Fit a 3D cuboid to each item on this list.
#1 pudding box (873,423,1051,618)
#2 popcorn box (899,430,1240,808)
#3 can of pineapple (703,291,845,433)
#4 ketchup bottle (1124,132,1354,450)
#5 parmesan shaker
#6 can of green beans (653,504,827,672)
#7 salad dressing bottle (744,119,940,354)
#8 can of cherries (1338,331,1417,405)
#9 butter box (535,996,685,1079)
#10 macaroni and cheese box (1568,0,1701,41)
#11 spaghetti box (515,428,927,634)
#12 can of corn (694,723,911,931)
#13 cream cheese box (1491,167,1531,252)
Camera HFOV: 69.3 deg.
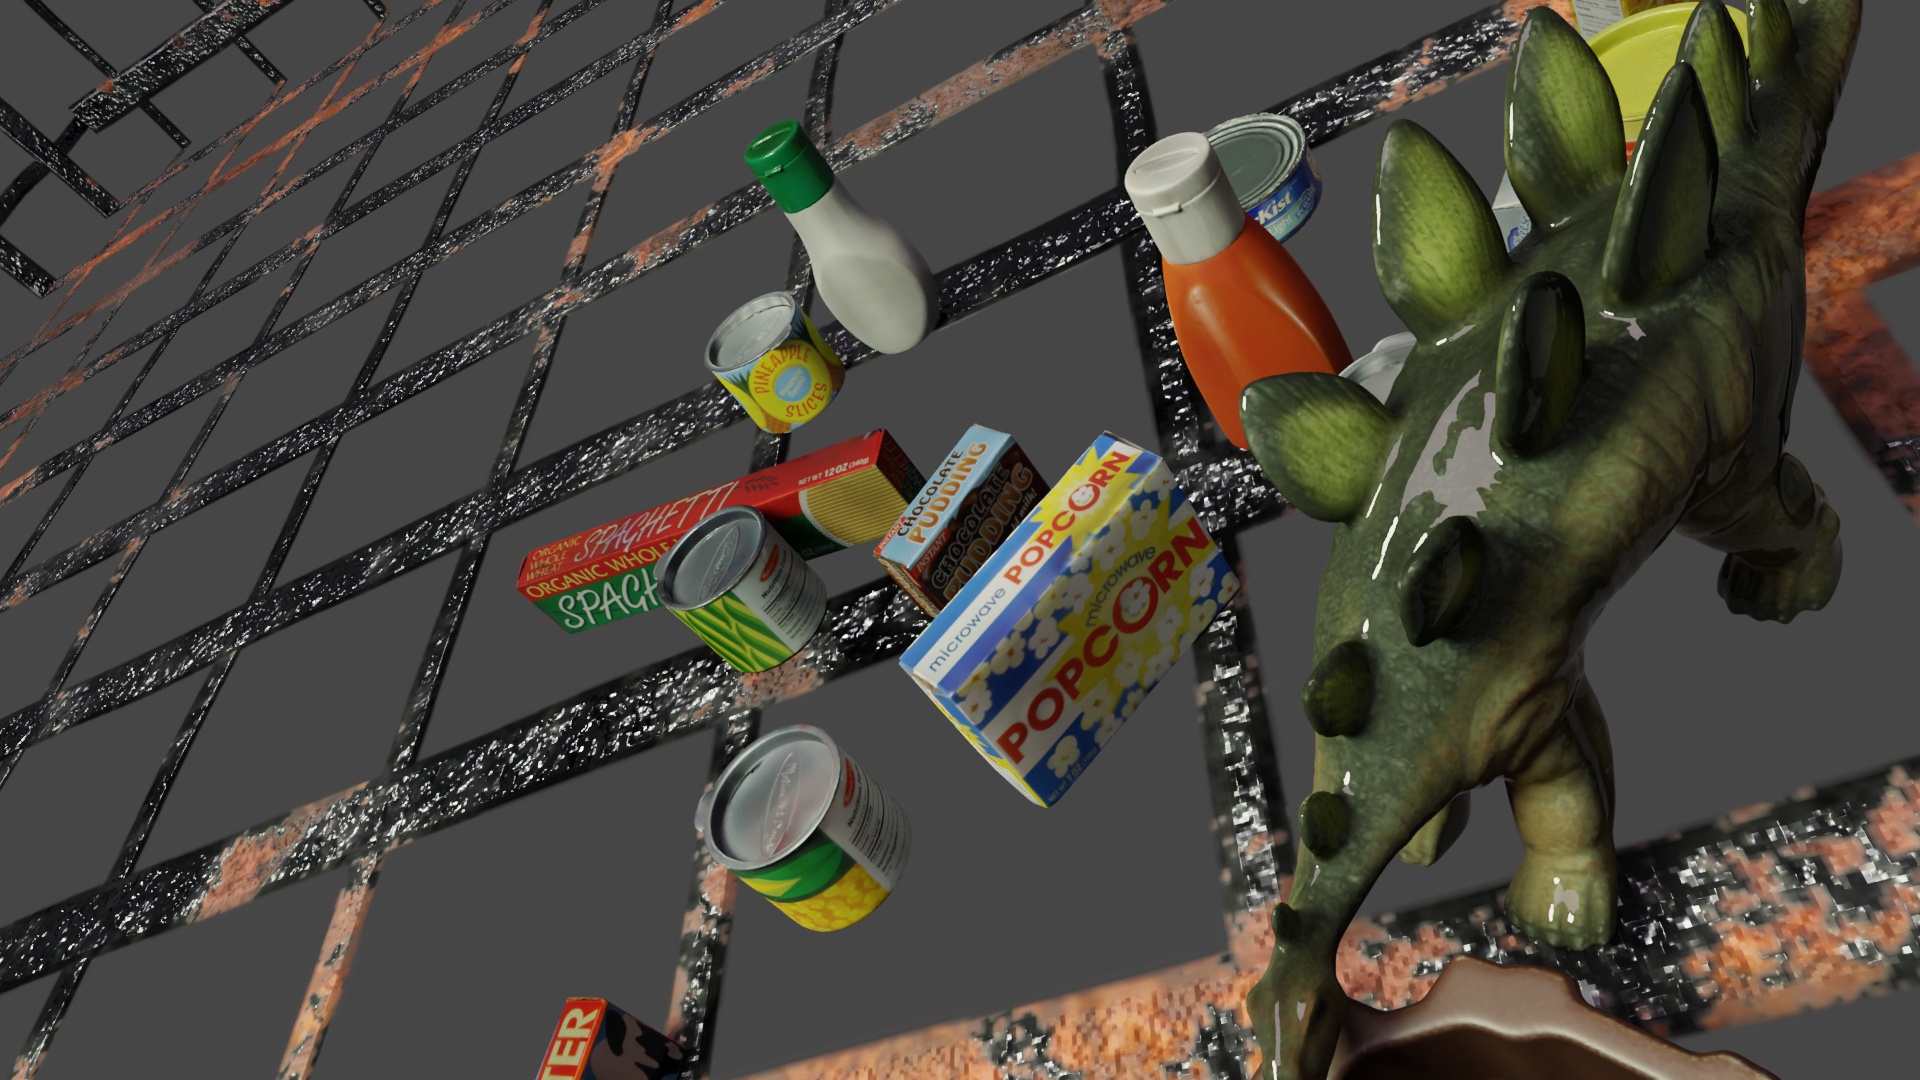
[{"bbox_3d":[0.002,-0.008,0.657,0.030,0.049,0.084,18,64,47],"label":"pudding box"},{"bbox_3d":[0.046,0.032,0.553,0.127,0.085,0.038,-48,39,-12],"label":"popcorn box"},{"bbox_3d":[-0.111,-0.106,0.840,0.071,0.057,0.071,-22,41,20],"label":"can of pineapple"},{"bbox_3d":[0.116,-0.100,0.580,0.064,0.148,0.044,-8,47,33],"label":"ketchup bottle"},{"bbox_3d":[0.273,-0.143,0.535,0.071,0.102,0.072,-22,41,20],"label":"parmesan shaker"},{"bbox_3d":[-0.110,0.025,0.706,0.071,0.057,0.071,-22,41,20],"label":"can of green beans"},{"bbox_3d":[-0.067,-0.173,0.799,0.064,0.147,0.044,-17,43,26],"label":"salad dressing bottle"},{"bbox_3d":[0.180,-0.037,0.538,0.071,0.058,0.072,-22,41,20],"label":"can of cherries"},{"bbox_3d":[-0.144,0.233,0.526,0.024,0.053,0.104,-11,45,31],"label":"butter box"},{"bbox_3d":[0.322,-0.323,0.627,0.124,0.166,0.040,-41,38,-3],"label":"macaroni and cheese box"},{"bbox_3d":[-0.135,0.000,0.758,0.249,0.050,0.029,-17,43,25],"label":"spaghetti box"},{"bbox_3d":[-0.064,0.120,0.574,0.071,0.058,0.071,-22,41,20],"label":"can of corn"},{"bbox_3d":[0.260,-0.160,0.603,0.024,0.053,0.104,2,53,40],"label":"cream cheese box"}]
